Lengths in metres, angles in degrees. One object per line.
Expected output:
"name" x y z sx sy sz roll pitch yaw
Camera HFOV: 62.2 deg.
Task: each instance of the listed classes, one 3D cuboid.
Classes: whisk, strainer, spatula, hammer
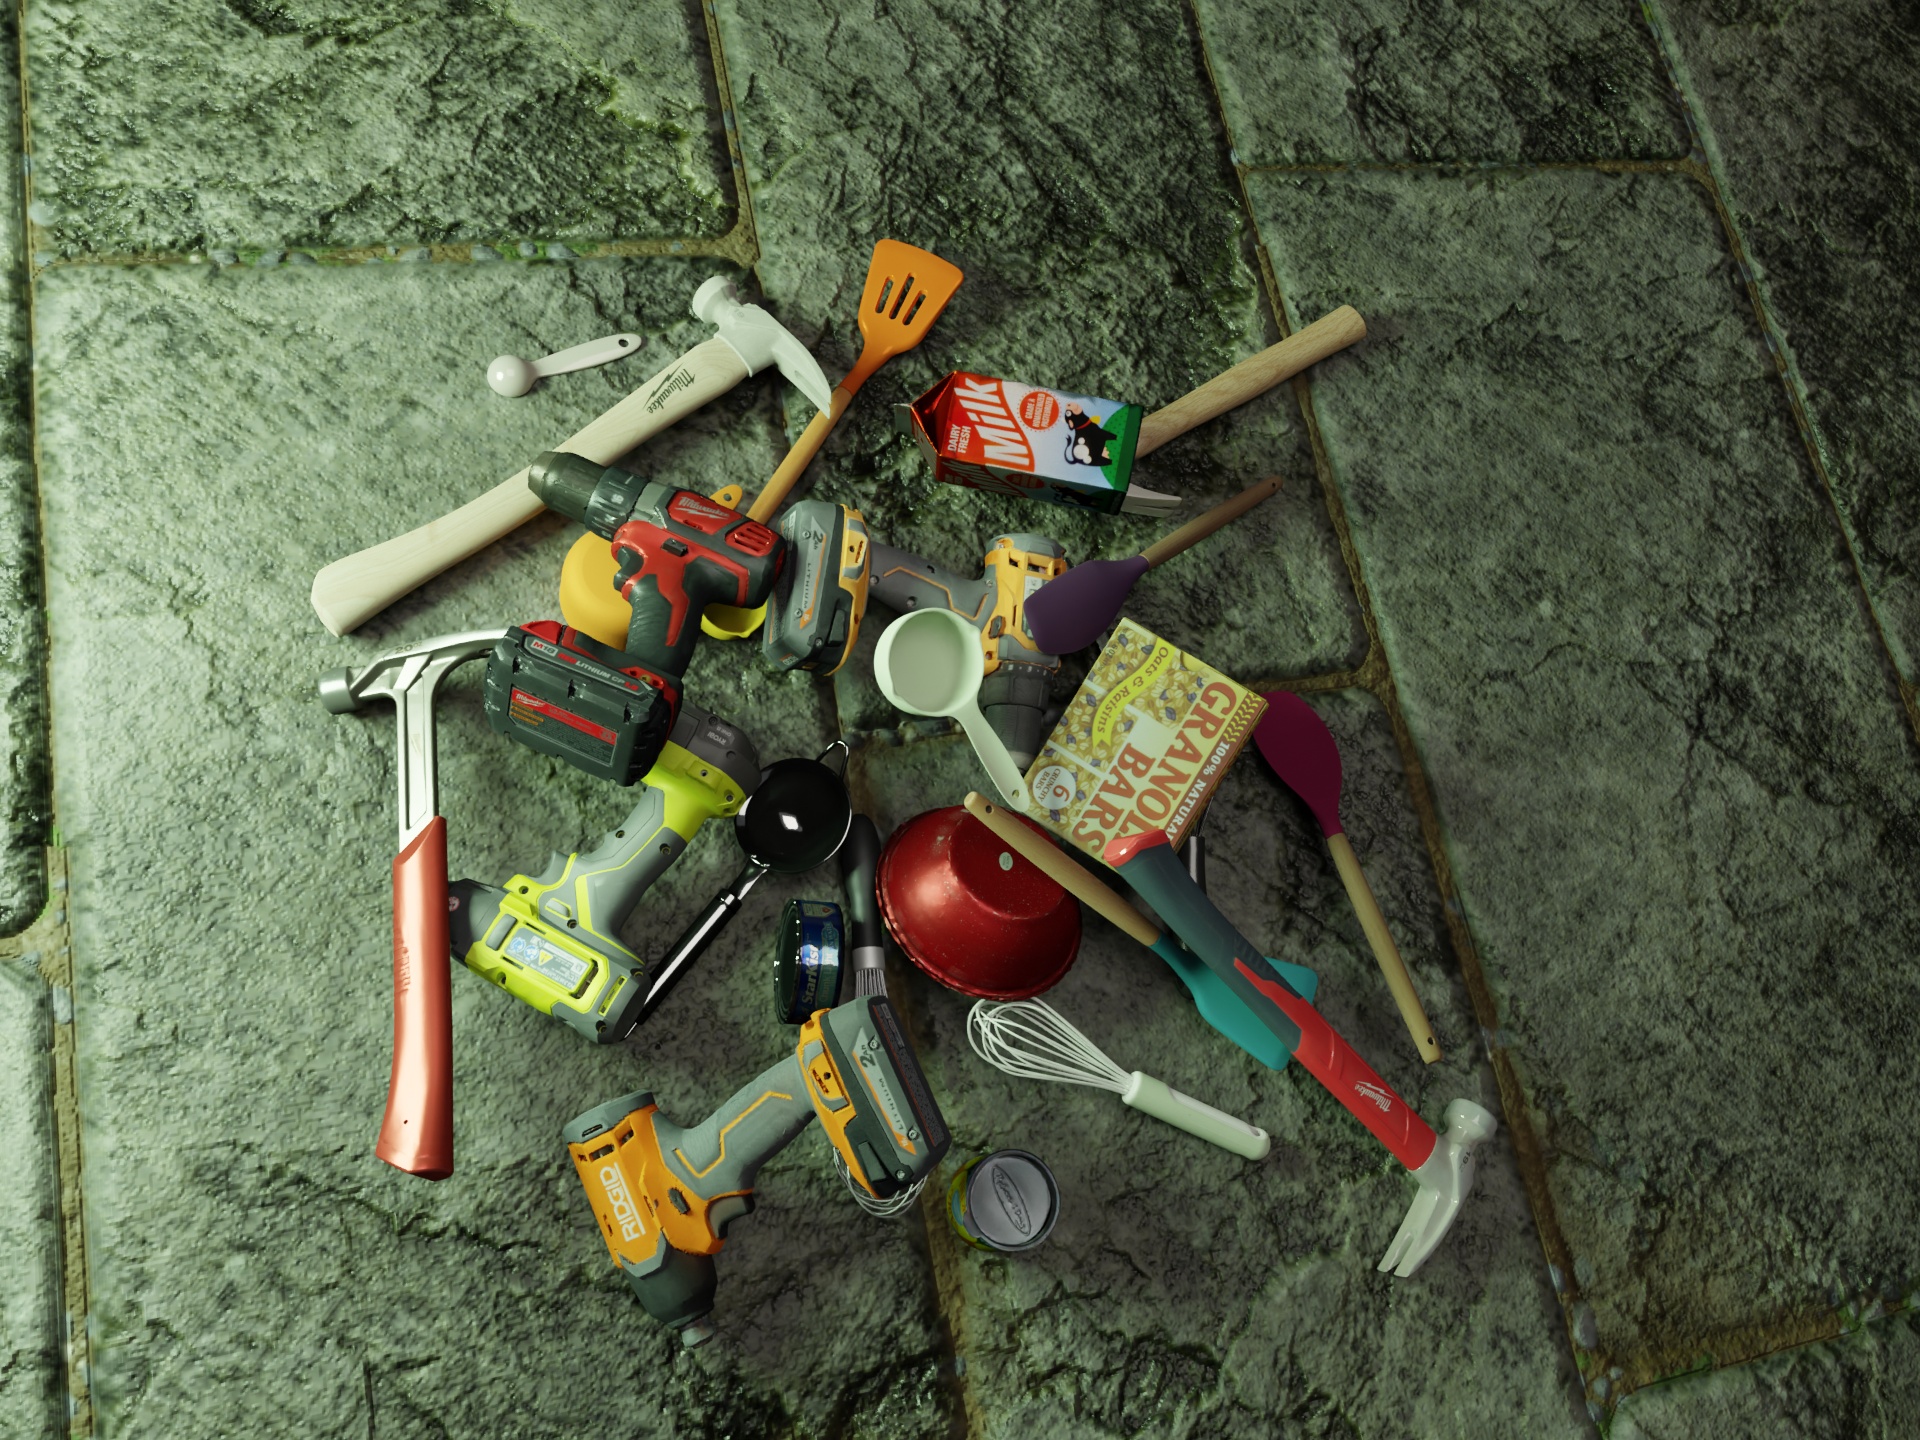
"whisk" 0.116 0.259 1.142 0.246 0.058 0.059 26 101 -10
"strainer" -0.158 0.121 1.117 0.087 0.050 0.258 32 71 20
"spatula" 0.126 0.138 1.124 0.317 0.044 0.082 37 67 -24
"spatula" -0.105 -0.247 1.257 0.081 0.041 0.323 26 67 10
"hammer" -0.286 -0.182 1.177 0.410 0.038 0.146 -39 73 -21
"hammer" -0.337 0.110 1.021 0.149 0.036 0.359 -12 65 4
"whisk" 0.177 0.090 1.204 0.055 0.055 0.239 4 81 -14
"hammer" 0.231 0.227 1.133 0.386 0.038 0.143 45 66 -15
"hammer" 0.225 -0.277 1.363 0.331 0.031 0.130 -31 81 -23
"whisk" -0.063 0.199 1.108 0.070 0.070 0.285 0 67 -15
"spatula" 0.162 -0.133 1.271 0.316 0.018 0.059 -33 109 -35

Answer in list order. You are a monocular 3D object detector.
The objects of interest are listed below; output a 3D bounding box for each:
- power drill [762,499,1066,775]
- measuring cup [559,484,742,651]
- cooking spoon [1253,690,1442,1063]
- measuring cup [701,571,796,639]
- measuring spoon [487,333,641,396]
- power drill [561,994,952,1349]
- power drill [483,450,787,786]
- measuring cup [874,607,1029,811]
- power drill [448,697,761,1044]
"power drill" -0.028 -0.061 1.188 0.226 0.084 0.185 9 77 -22
"measuring cup" -0.221 -0.128 1.177 0.095 0.052 0.174 43 68 2
"cooking spoon" 0.299 0.113 1.226 0.068 0.017 0.319 -8 61 -21
"measuring cup" -0.134 -0.100 1.212 0.156 0.029 0.062 -17 85 -32
"measuring spoon" -0.304 -0.281 1.226 0.124 0.018 0.034 -22 79 -22
"power drill" -0.125 0.287 1.011 0.226 0.084 0.164 -26 79 7
"power drill" -0.237 -0.084 1.069 0.188 0.080 0.227 24 49 -2
"measuring cup" -0.002 -0.004 1.137 0.083 0.038 0.167 -39 107 -22
"power drill" -0.251 0.084 1.081 0.171 0.080 0.223 28 69 7
